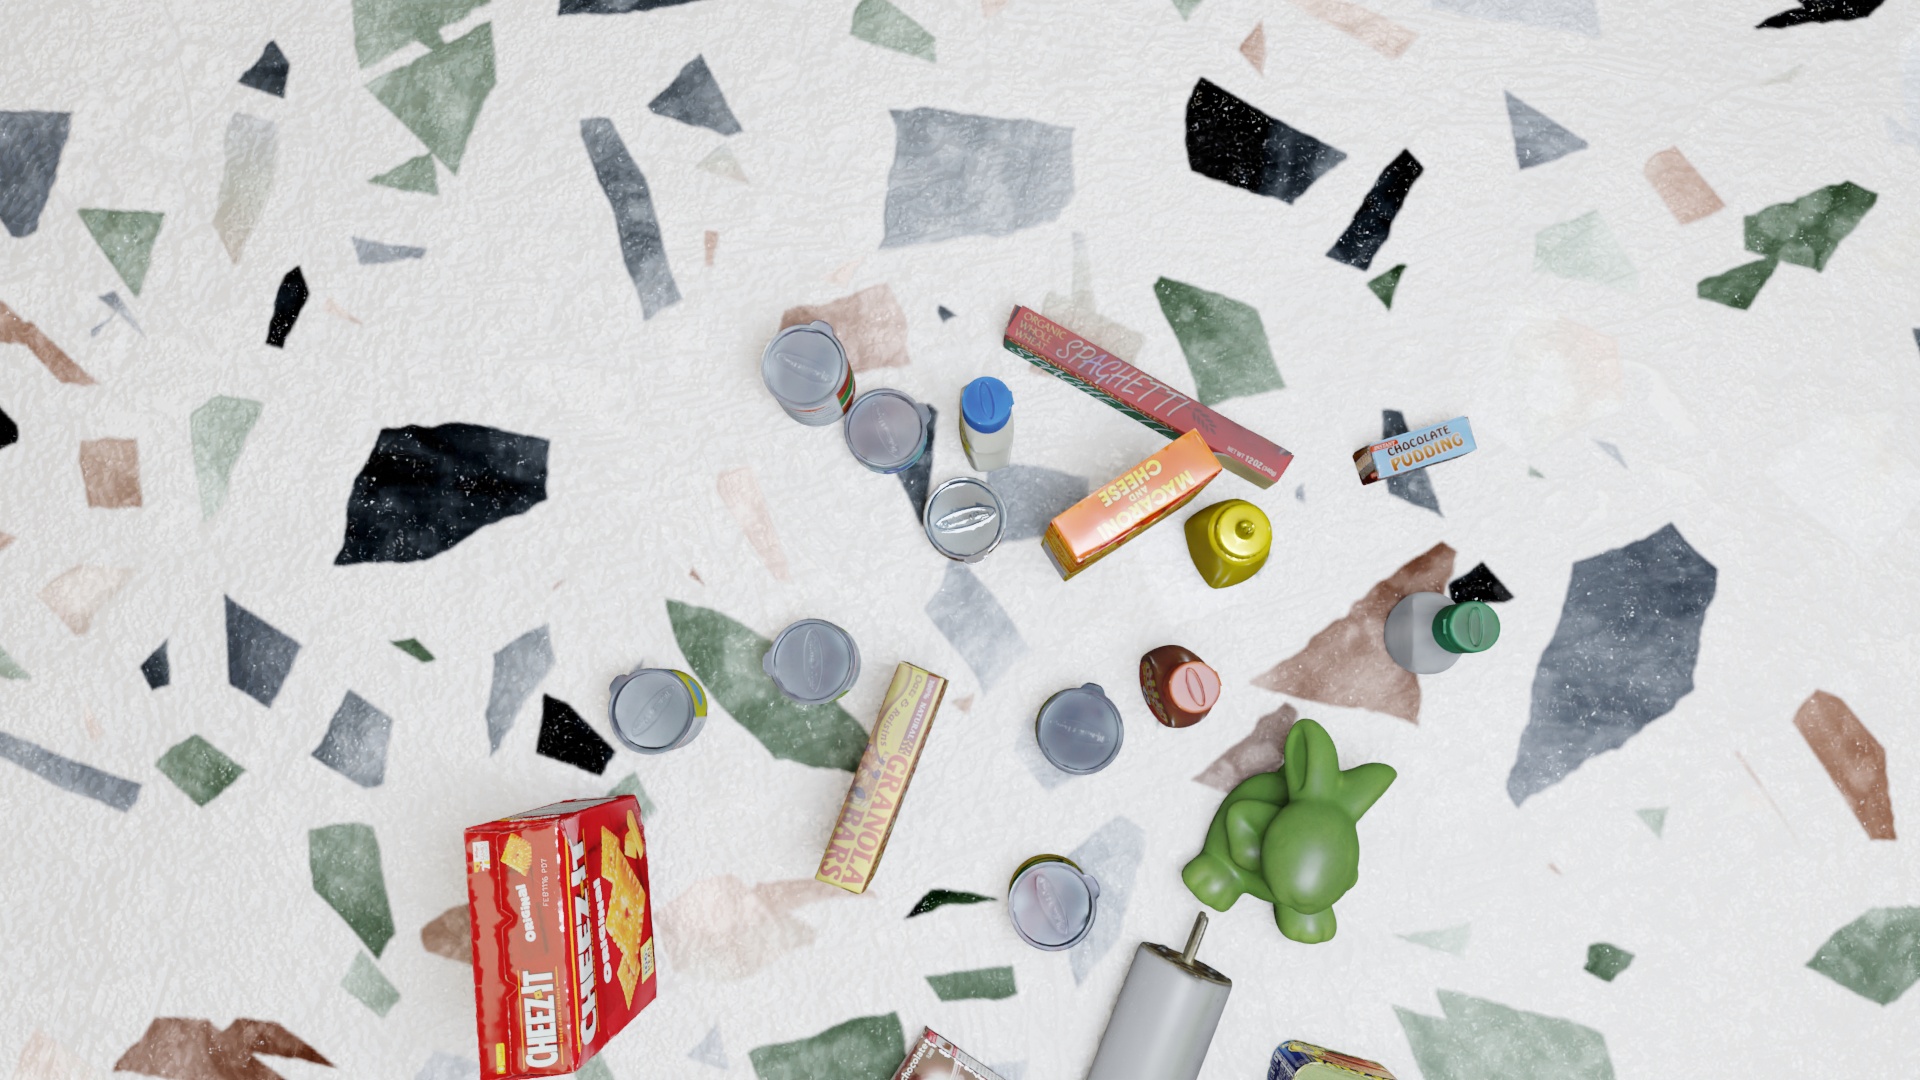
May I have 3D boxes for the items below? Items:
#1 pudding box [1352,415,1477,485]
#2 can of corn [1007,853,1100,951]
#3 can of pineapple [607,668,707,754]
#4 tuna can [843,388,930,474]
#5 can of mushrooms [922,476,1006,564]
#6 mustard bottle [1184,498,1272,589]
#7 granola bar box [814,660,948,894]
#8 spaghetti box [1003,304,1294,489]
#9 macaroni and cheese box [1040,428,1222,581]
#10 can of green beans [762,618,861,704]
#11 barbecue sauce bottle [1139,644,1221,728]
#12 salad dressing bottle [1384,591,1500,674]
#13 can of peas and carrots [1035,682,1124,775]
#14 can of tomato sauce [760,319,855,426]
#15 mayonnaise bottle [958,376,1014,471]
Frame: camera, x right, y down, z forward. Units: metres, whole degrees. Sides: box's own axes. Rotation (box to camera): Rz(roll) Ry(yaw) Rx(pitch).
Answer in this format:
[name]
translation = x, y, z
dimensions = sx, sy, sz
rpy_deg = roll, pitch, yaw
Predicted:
[pudding box]
translation = 0.362, -0.071, 1.107
dimensions = 0.084, 0.049, 0.030
rpy_deg = -17, 84, -1
[can of corn]
translation = 0.072, 0.275, 1.066
dimensions = 0.071, 0.058, 0.071
rpy_deg = 0, 84, 1
[can of pineapple]
translation = -0.236, 0.131, 1.086
dimensions = 0.071, 0.058, 0.071
rpy_deg = 0, 84, 1
[tuna can]
translation = -0.058, -0.089, 1.122
dimensions = 0.071, 0.033, 0.071
rpy_deg = 0, 84, 1
[can of mushrooms]
translation = 0.004, -0.014, 1.112
dimensions = 0.071, 0.033, 0.071
rpy_deg = 0, 84, 1
[mustard bottle]
translation = 0.205, -0.001, 1.045
dimensions = 0.049, 0.160, 0.065
rpy_deg = -23, 84, -2
[granola bar box]
translation = -0.055, 0.175, 1.046
dimensions = 0.039, 0.124, 0.165
rpy_deg = 21, 84, 3
[spaghetti box]
translation = 0.147, -0.114, 1.114
dimensions = 0.250, 0.050, 0.029
rpy_deg = 29, 85, 4
[macaroni and cheese box]
translation = 0.125, -0.022, 1.045
dimensions = 0.124, 0.166, 0.040
rpy_deg = -33, 85, -3
[can of green beans]
translation = -0.113, 0.095, 1.089
dimensions = 0.071, 0.058, 0.071
rpy_deg = 0, 84, 1
[barbecue sauce bottle]
translation = 0.165, 0.109, 1.039
dimensions = 0.044, 0.148, 0.065
rpy_deg = -18, 84, -1
[salad dressing bottle]
translation = 0.360, 0.068, 1.042
dimensions = 0.044, 0.147, 0.064
rpy_deg = 2, 84, 1
[can of peas and carrots]
translation = 0.092, 0.145, 1.080
dimensions = 0.071, 0.058, 0.071
rpy_deg = 0, 84, 1
[can of tomato sauce]
translation = -0.118, -0.131, 1.102
dimensions = 0.071, 0.083, 0.071
rpy_deg = 0, 84, 1
[mayonnaise bottle]
translation = 0.019, -0.093, 1.064
dimensions = 0.041, 0.148, 0.065
rpy_deg = -12, 84, 0
